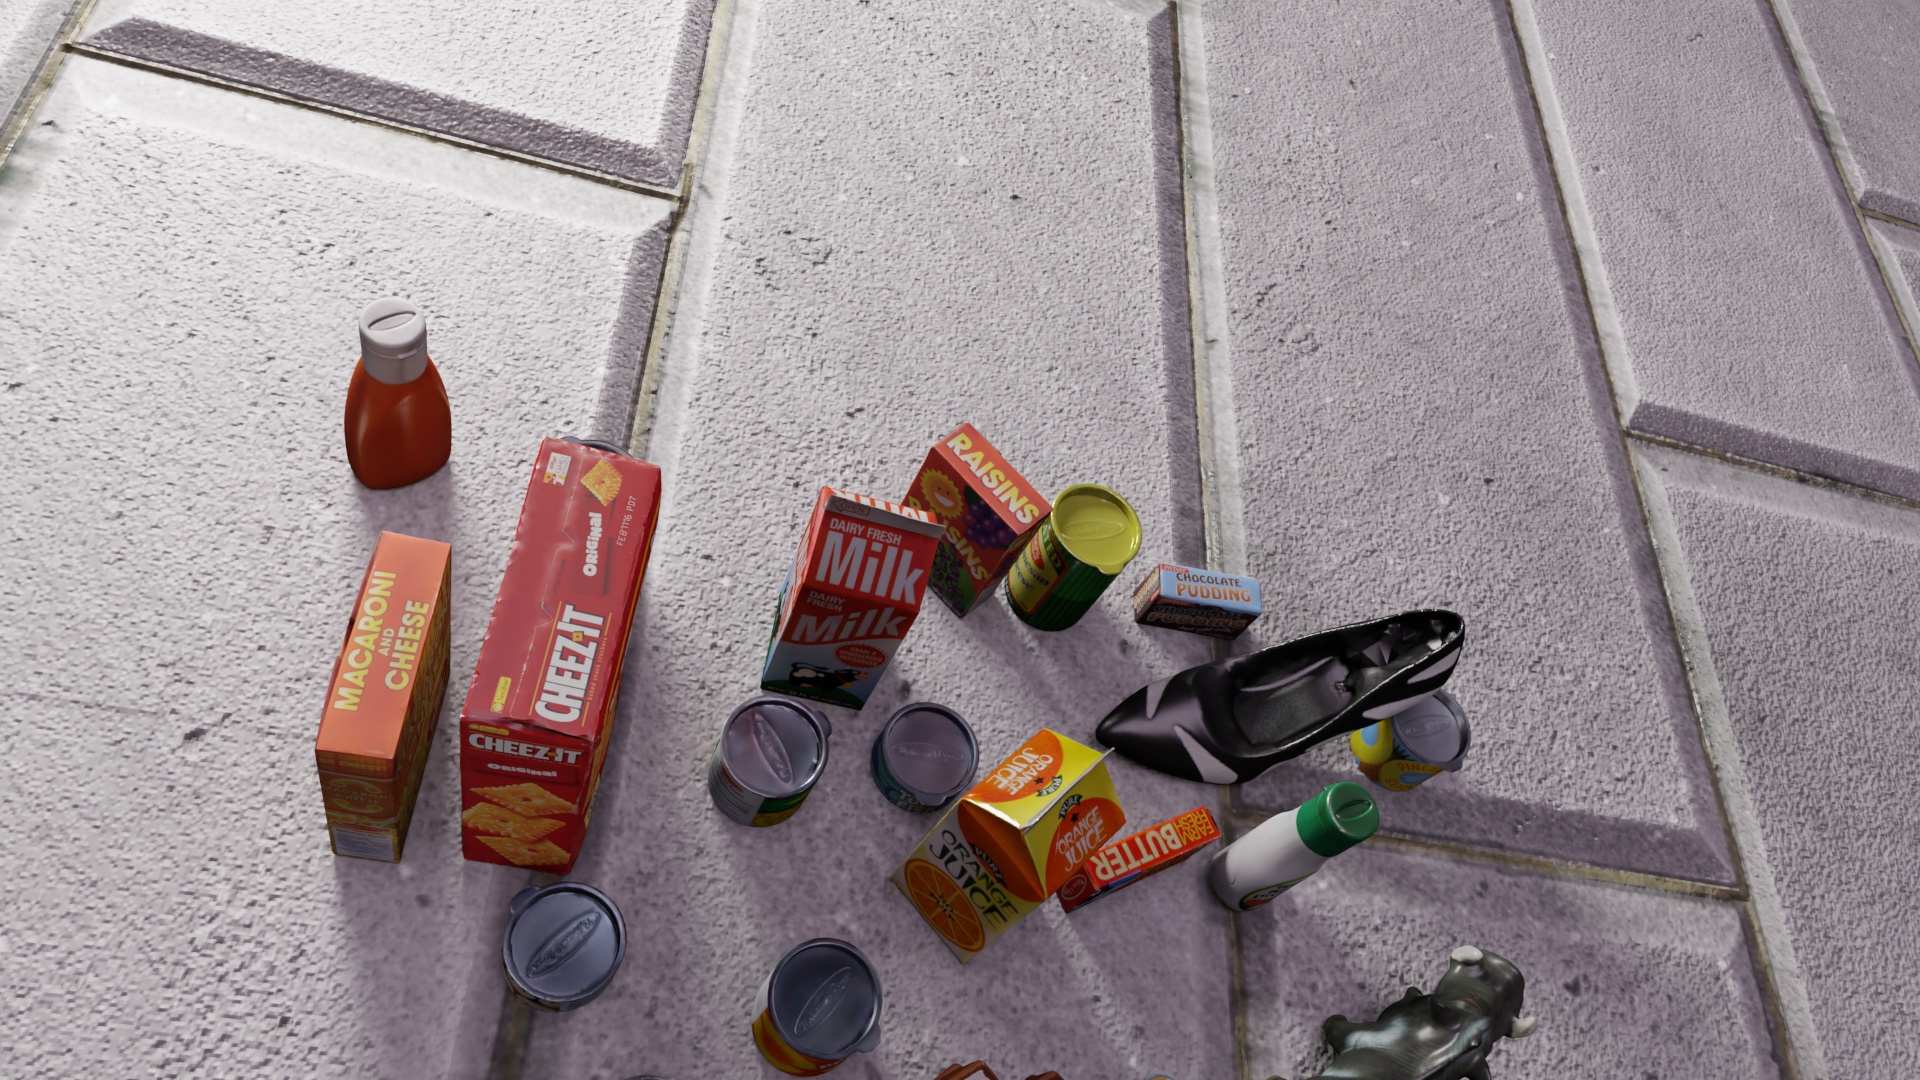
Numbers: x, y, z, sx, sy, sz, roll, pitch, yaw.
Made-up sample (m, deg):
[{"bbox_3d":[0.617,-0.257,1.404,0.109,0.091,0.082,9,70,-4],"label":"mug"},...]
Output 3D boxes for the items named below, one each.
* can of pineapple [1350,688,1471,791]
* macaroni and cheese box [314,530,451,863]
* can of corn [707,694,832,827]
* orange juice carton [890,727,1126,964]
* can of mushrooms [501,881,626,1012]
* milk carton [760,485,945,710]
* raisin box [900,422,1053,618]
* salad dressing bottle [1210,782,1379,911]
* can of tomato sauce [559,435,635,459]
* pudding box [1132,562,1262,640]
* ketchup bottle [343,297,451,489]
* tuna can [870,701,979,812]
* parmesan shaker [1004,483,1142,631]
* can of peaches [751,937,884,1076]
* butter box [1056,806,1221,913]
[{"bbox_3d":[0.330,0.146,1.019,0.071,0.057,0.071,9,58,-15],"label":"can of pineapple"},{"bbox_3d":[-0.309,0.089,0.751,0.040,0.165,0.124,11,57,-14],"label":"macaroni and cheese box"},{"bbox_3d":[-0.118,0.136,0.859,0.071,0.058,0.071,9,58,-15],"label":"can of corn"},{"bbox_3d":[0.031,0.175,0.809,0.072,0.191,0.073,-35,77,-33],"label":"orange juice carton"},{"bbox_3d":[-0.225,0.227,0.780,0.071,0.033,0.071,9,58,-15],"label":"can of mushrooms"},{"bbox_3d":[-0.068,0.030,0.861,0.072,0.189,0.074,15,57,-12],"label":"milk carton"},{"bbox_3d":[0.003,-0.012,0.954,0.040,0.122,0.086,-36,77,-33],"label":"raisin box"},{"bbox_3d":[0.213,0.197,0.891,0.064,0.147,0.044,-12,65,-26],"label":"salad dressing bottle"},{"bbox_3d":[-0.241,-0.016,0.891,0.071,0.082,0.071,9,58,-15],"label":"can of tomato sauce"},{"bbox_3d":[0.176,0.045,1.029,0.084,0.049,0.030,11,57,-14],"label":"pudding box"},{"bbox_3d":[-0.347,-0.089,0.856,0.065,0.148,0.043,-28,73,-31],"label":"ketchup bottle"},{"bbox_3d":[-0.024,0.144,0.905,0.071,0.032,0.071,9,58,-15],"label":"tuna can"},{"bbox_3d":[0.077,0.016,0.977,0.071,0.102,0.071,9,58,-15],"label":"parmesan shaker"},{"bbox_3d":[-0.081,0.269,0.793,0.071,0.057,0.071,9,58,-15],"label":"can of peaches"},{"bbox_3d":[0.115,0.207,0.906,0.104,0.053,0.024,-16,67,-28],"label":"butter box"}]
